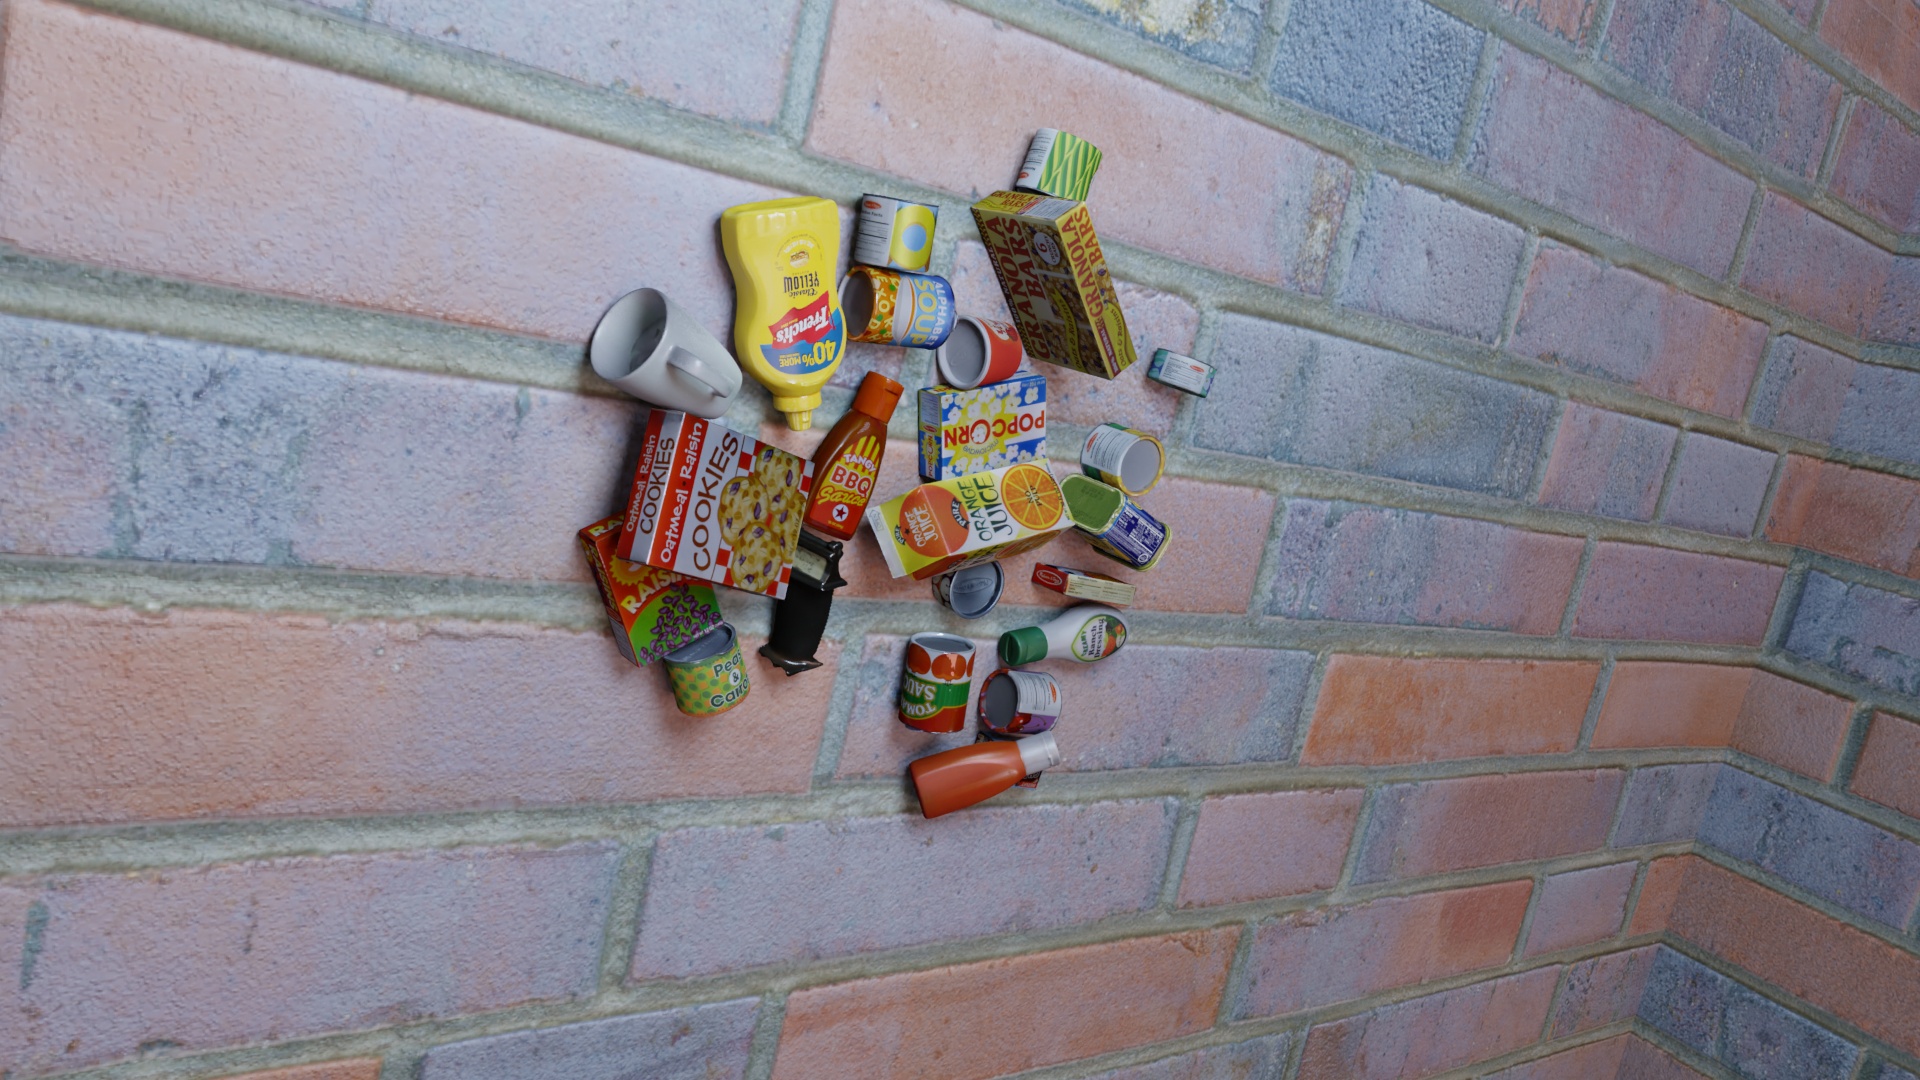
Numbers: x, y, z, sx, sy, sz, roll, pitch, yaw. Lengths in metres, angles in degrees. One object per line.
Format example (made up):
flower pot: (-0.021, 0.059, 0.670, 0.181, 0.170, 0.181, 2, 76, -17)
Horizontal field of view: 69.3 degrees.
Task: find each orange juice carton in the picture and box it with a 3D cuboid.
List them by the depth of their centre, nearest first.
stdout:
orange juice carton: (0.005, -0.016, 1.300, 0.193, 0.072, 0.072, -14, 76, -33)

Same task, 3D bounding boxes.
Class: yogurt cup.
yogurt cup: (0.020, -0.174, 1.280, 0.054, 0.072, 0.072, -9, 111, -43)

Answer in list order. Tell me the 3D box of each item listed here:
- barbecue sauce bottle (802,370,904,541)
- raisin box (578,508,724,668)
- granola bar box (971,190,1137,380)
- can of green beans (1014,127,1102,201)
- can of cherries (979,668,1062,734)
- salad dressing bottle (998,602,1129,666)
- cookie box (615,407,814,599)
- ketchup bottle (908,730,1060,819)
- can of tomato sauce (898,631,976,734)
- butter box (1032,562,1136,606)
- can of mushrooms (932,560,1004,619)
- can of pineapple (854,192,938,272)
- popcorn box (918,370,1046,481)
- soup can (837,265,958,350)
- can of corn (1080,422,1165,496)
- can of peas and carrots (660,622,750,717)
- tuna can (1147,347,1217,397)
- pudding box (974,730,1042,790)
barbecue sauce bottle: (-0.097, -0.077, 1.238, 0.065, 0.044, 0.148, 24, 90, -39)
raisin box: (-0.256, 0.031, 1.157, 0.086, 0.040, 0.122, -28, 122, -27)
granola bar box: (0.087, -0.235, 1.269, 0.039, 0.124, 0.164, -38, 125, -21)
can of green beans: (0.090, -0.338, 1.274, 0.071, 0.071, 0.058, 19, 94, -40)
can of cherries: (0.060, 0.168, 1.430, 0.058, 0.071, 0.071, 10, 100, -39)
salad dressing bottle: (0.109, 0.103, 1.457, 0.148, 0.044, 0.064, -8, 112, -35)
cookie box: (-0.198, -0.027, 1.138, 0.167, 0.040, 0.123, 21, 79, -56)
ketchup bottle: (0.026, 0.232, 1.404, 0.149, 0.044, 0.064, -17, 121, -6)
can of tomato sauce: (-0.024, 0.138, 1.353, 0.071, 0.071, 0.083, -1, 105, -37)
butter box: (0.129, 0.046, 1.447, 0.103, 0.053, 0.024, 11, 97, -40)
can of mushrooms: (0.008, 0.039, 1.364, 0.071, 0.033, 0.070, -13, 114, -33)
can of pineapple: (-0.054, -0.263, 1.190, 0.071, 0.071, 0.057, 0, 106, -37)
popcorn box: (0.023, -0.110, 1.320, 0.127, 0.038, 0.085, -14, 114, -33)
soup can: (-0.055, -0.201, 1.207, 0.084, 0.071, 0.071, 0, 106, -37)
can of corn: (0.169, -0.083, 1.428, 0.071, 0.058, 0.071, -14, 114, -33)
can of peas and carrots: (-0.217, 0.111, 1.194, 0.071, 0.071, 0.058, -26, 121, -28)
tuna can: (0.229, -0.174, 1.440, 0.071, 0.071, 0.033, 16, 97, -40)
pudding box: (0.049, 0.233, 1.466, 0.084, 0.030, 0.049, 16, 97, -39)
